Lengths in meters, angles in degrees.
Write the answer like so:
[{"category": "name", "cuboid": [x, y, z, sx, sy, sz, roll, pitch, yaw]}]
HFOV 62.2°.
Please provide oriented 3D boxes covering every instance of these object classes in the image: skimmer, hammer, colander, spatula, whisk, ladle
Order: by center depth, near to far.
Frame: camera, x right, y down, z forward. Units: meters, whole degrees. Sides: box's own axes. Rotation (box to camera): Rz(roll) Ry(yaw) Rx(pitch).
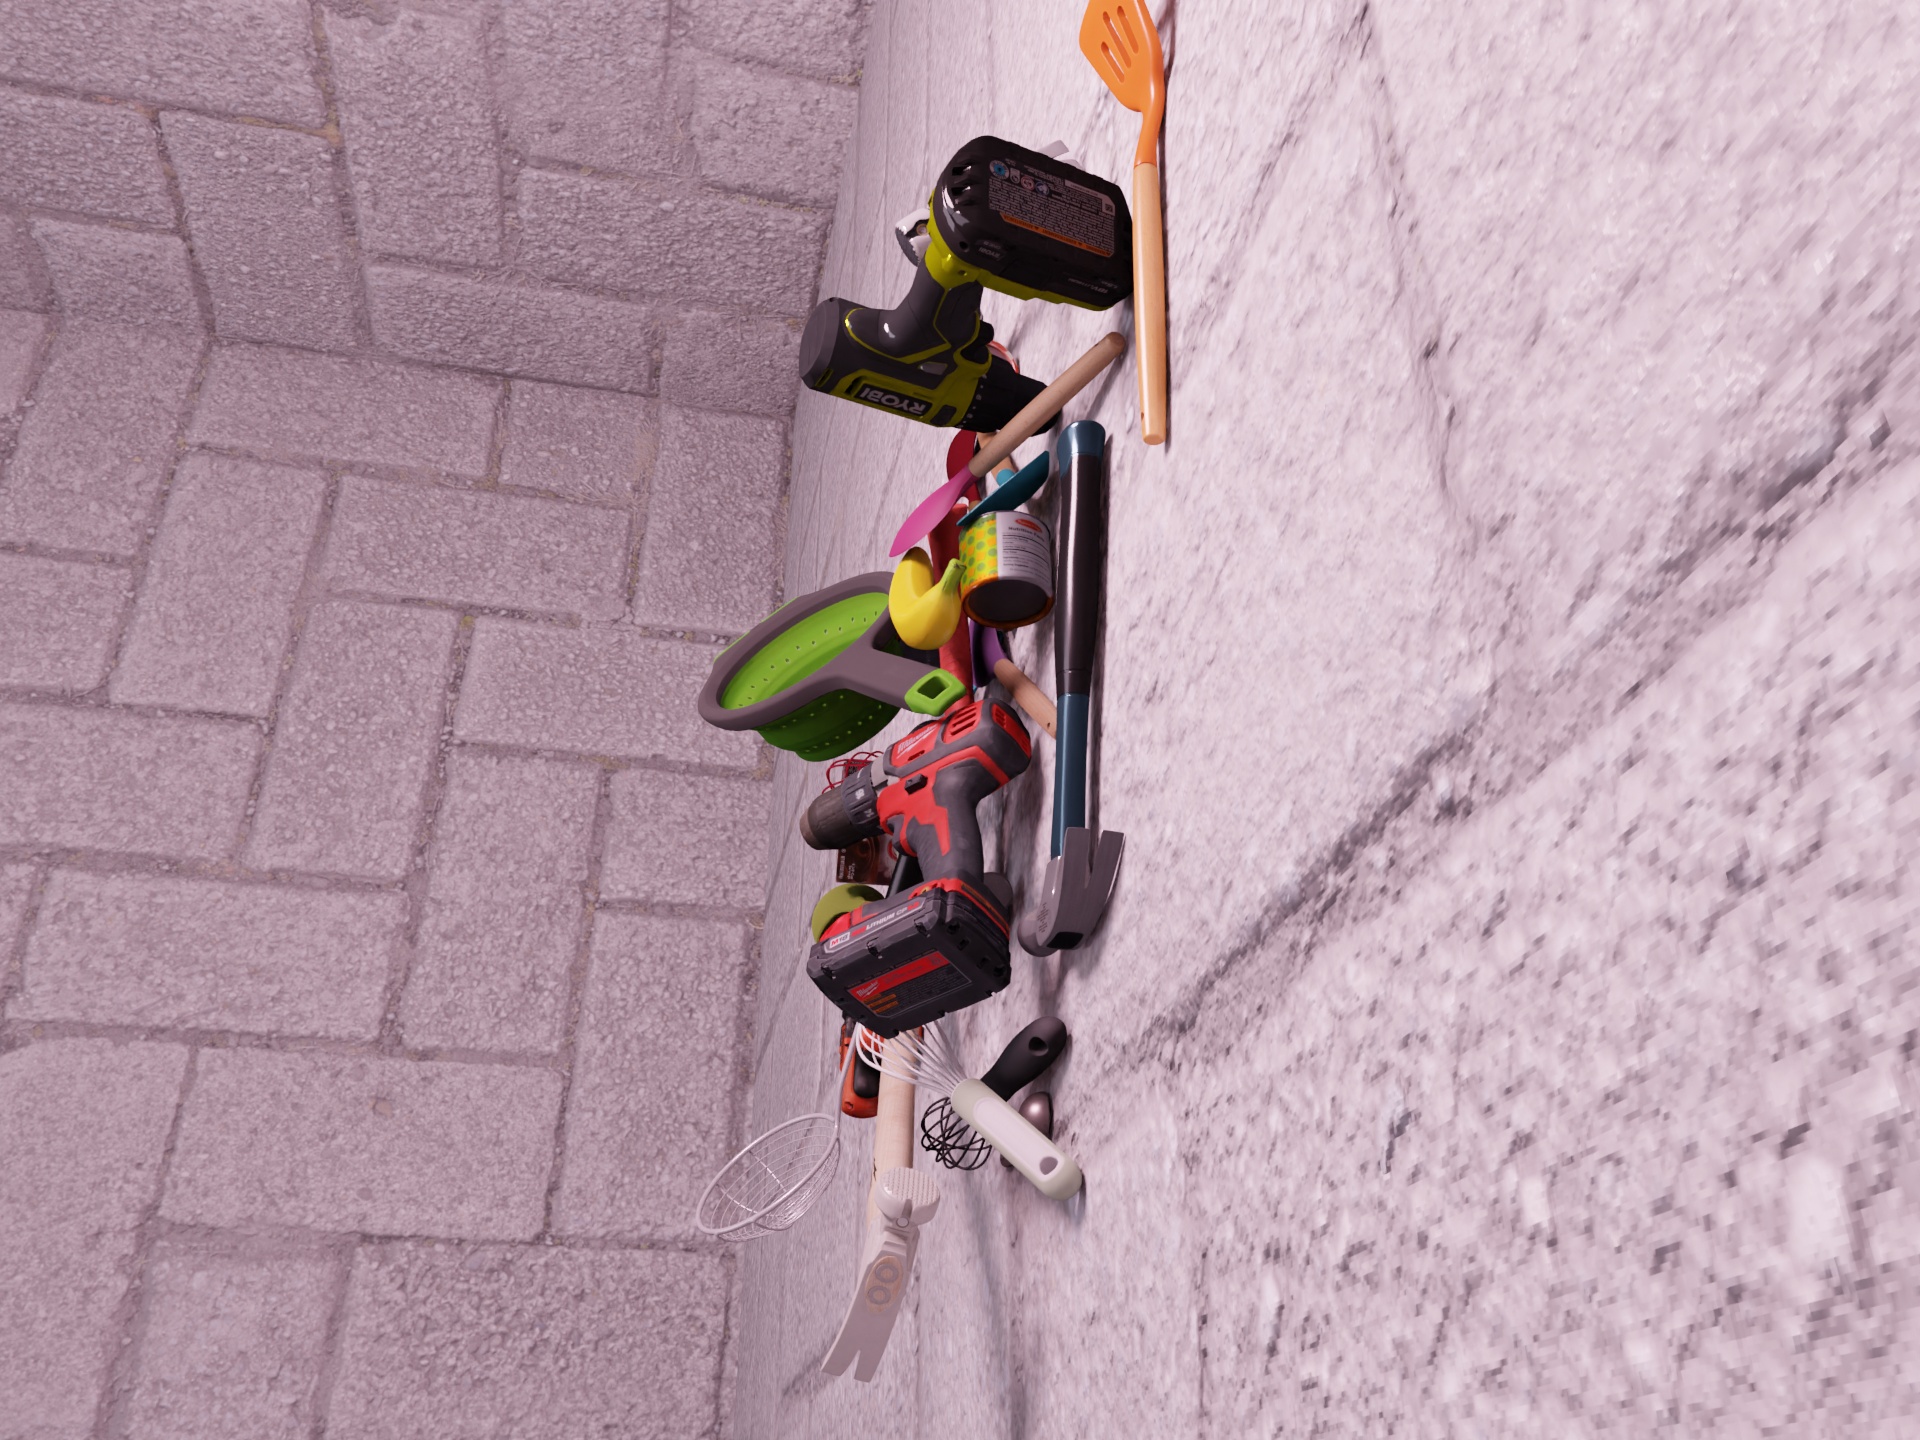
[{"category": "spatula", "cuboid": [0.102, -0.309, 0.947, 0.081, 0.041, 0.323, 126, 147, -65]}, {"category": "hammer", "cuboid": [0.069, -0.026, 0.981, 0.128, 0.033, 0.331, 129, 146, -72]}, {"category": "whisk", "cuboid": [0.000, 0.231, 0.998, 0.246, 0.058, 0.059, 28, 156, 55]}, {"category": "whisk", "cuboid": [0.023, 0.247, 1.050, 0.238, 0.055, 0.055, 119, 155, -53]}, {"category": "hammer", "cuboid": [-0.049, 0.280, 1.139, 0.411, 0.038, 0.146, -89, 16, -71]}, {"category": "spatula", "cuboid": [0.036, -0.030, 1.175, 0.316, 0.018, 0.059, -127, 45, -72]}, {"category": "skimmer", "cuboid": [-0.105, 0.223, 1.202, 0.127, 0.090, 0.363, -133, 60, -77]}, {"category": "hammer", "cuboid": [-0.002, -0.004, 1.234, 0.149, 0.036, 0.359, 116, 152, -66]}, {"category": "spatula", "cuboid": [0.028, -0.208, 1.260, 0.082, 0.044, 0.318, -39, 21, 11]}, {"category": "colander", "cuboid": [-0.077, -0.018, 1.279, 0.094, 0.204, 0.397, 58, 163, -23]}, {"category": "whisk", "cuboid": [-0.057, 0.043, 1.290, 0.296, 0.073, 0.073, 143, 132, -68]}, {"category": "hammer", "cuboid": [0.010, -0.342, 1.314, 0.036, 0.149, 0.409, 56, 171, 6]}, {"category": "ladle", "cuboid": [0.018, -0.166, 1.346, 0.316, 0.031, 0.069, -101, 22, -52]}, {"category": "ladle", "cuboid": [-0.069, 0.177, 1.393, 0.062, 0.078, 0.320, 59, 162, -5]}]

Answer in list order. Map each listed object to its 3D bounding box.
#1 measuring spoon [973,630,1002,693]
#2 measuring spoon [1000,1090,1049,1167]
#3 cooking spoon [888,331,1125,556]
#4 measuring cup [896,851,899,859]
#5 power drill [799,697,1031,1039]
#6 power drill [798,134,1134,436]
[{"category": "measuring spoon", "cuboid": [0.017, -0.023, 1.310, 0.042, 0.021, 0.128, -96, 26, -47]}, {"category": "measuring spoon", "cuboid": [0.036, 0.270, 1.033, 0.124, 0.018, 0.034, 113, 159, -59]}, {"category": "cooking spoon", "cuboid": [0.024, -0.191, 1.127, 0.319, 0.017, 0.069, -32, 22, 56]}, {"category": "measuring cup", "cuboid": [-0.008, 0.074, 1.335, 0.167, 0.038, 0.083, 129, 147, -50]}, {"category": "power drill", "cuboid": [-0.042, 0.097, 1.072, 0.188, 0.080, 0.227, -27, 34, 26]}, {"category": "power drill", "cuboid": [0.019, -0.269, 1.060, 0.228, 0.190, 0.080, -37, 46, 56]}]
